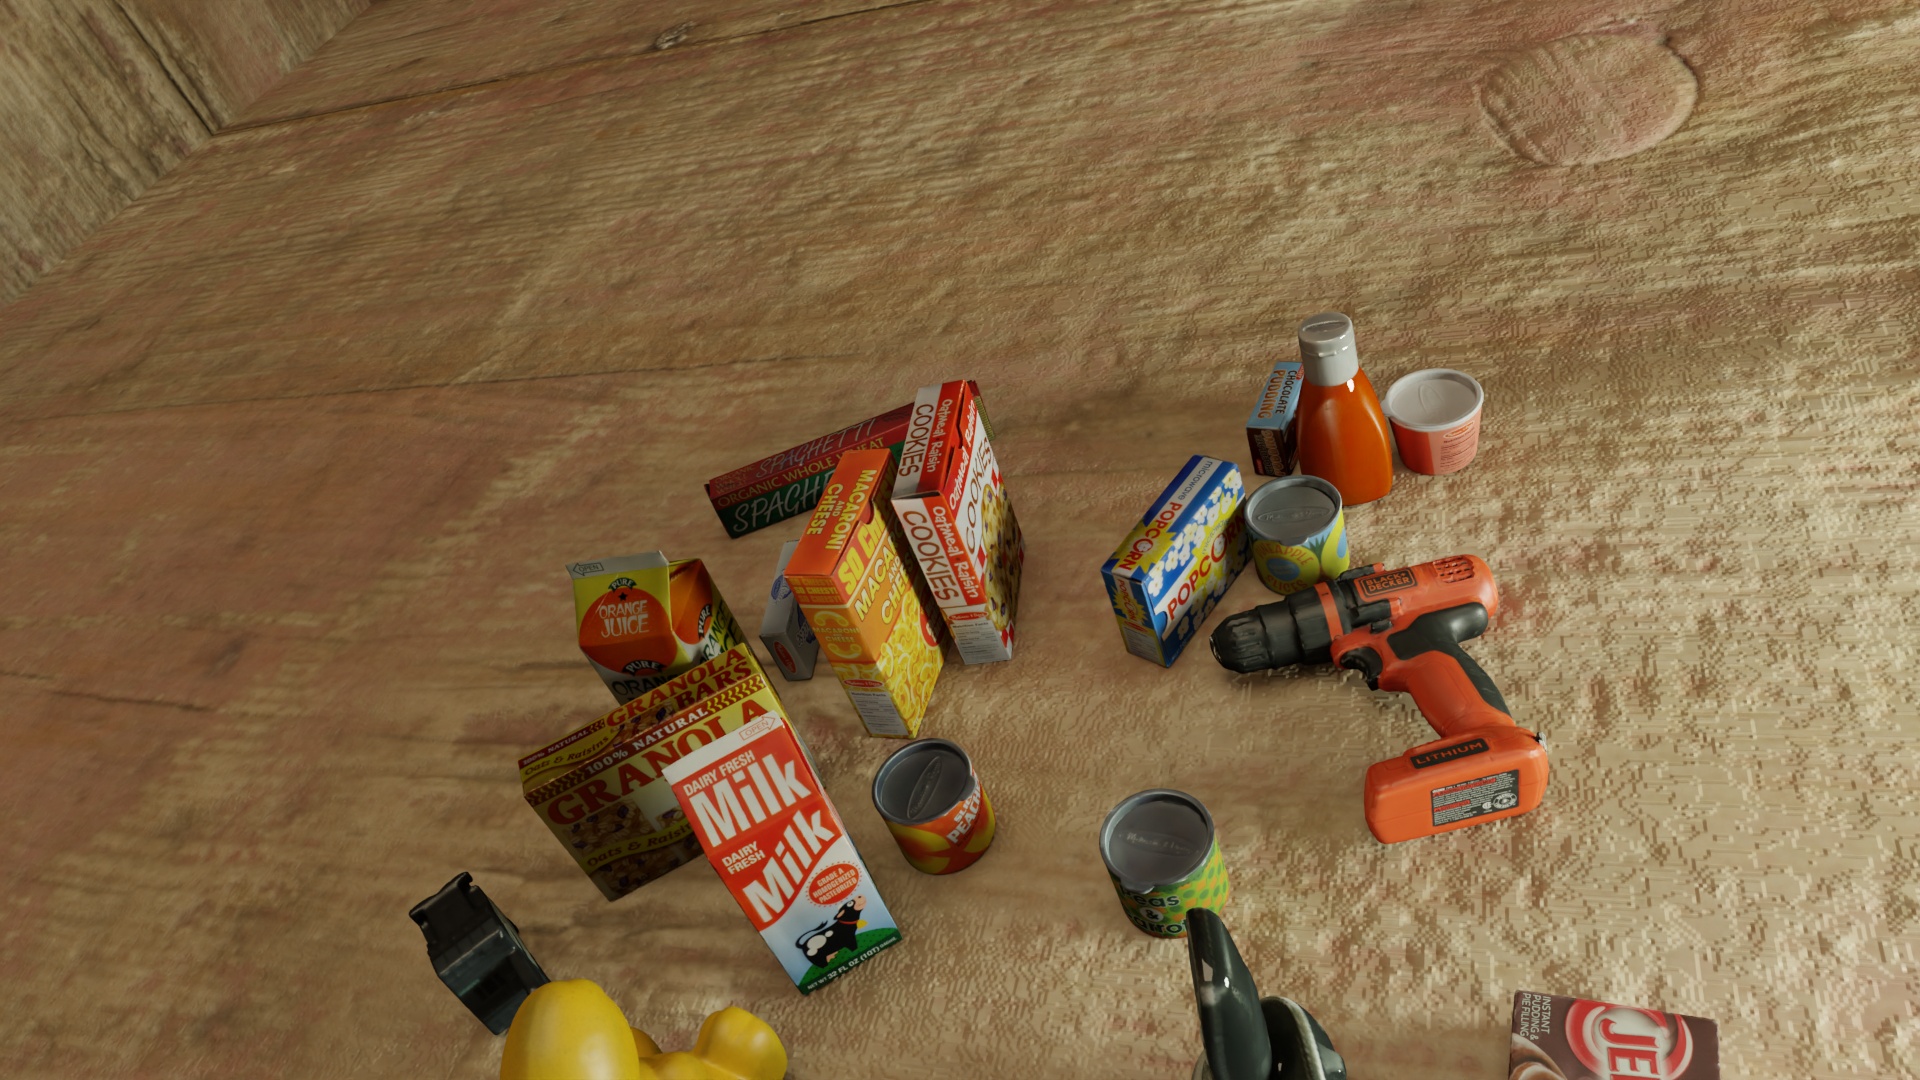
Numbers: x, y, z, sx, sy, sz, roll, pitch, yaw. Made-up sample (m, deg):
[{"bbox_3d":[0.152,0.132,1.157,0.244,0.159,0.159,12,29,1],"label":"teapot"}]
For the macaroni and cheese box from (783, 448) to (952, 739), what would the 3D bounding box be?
[{"bbox_3d":[-0.055,0.038,0.967,0.040,0.165,0.124,-1,44,23],"label":"macaroni and cheese box"}]

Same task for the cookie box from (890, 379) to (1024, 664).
[{"bbox_3d":[0.004,-0.012,0.996,0.040,0.166,0.123,-8,42,17],"label":"cookie box"}]

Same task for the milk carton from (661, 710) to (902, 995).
[{"bbox_3d":[-0.105,0.176,0.816,0.072,0.189,0.074,-29,40,-8],"label":"milk carton"}]

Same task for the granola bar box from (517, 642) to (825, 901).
[{"bbox_3d":[-0.190,0.155,0.928,0.166,0.123,0.039,-27,40,-7],"label":"granola bar box"}]

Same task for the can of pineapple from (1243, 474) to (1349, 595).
[{"bbox_3d":[0.234,-0.002,0.966,0.071,0.057,0.071,-13,41,11],"label":"can of pineapple"}]

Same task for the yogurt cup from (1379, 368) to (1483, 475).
[{"bbox_3d":[0.346,-0.084,1.012,0.072,0.053,0.073,-13,41,11],"label":"yogurt cup"}]

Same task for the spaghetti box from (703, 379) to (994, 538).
[{"bbox_3d":[-0.095,-0.069,1.195,0.250,0.050,0.029,-21,40,1],"label":"spaghetti box"}]

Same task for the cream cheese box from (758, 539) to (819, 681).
[{"bbox_3d":[-0.126,0.053,1.070,0.024,0.053,0.104,-9,41,15],"label":"cream cheese box"}]

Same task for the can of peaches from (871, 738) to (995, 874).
[{"bbox_3d":[-0.014,0.170,0.885,0.071,0.057,0.071,-13,41,11],"label":"can of peaches"}]

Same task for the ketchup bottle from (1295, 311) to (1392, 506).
[{"bbox_3d":[0.266,-0.091,0.981,0.064,0.148,0.044,-6,42,18],"label":"ketchup bottle"}]

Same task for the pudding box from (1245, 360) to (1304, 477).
[{"bbox_3d":[0.249,-0.095,1.070,0.030,0.049,0.084,7,47,30],"label":"pudding box"}]

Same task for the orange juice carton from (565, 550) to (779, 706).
[{"bbox_3d":[-0.199,0.079,0.965,0.072,0.191,0.073,-8,42,16],"label":"orange juice carton"}]

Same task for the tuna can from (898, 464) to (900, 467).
[{"bbox_3d":[-0.030,-0.036,1.142,0.071,0.032,0.071,-13,41,11],"label":"tuna can"}]

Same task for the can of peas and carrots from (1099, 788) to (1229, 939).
[{"bbox_3d":[0.118,0.189,0.804,0.071,0.058,0.071,-13,41,11],"label":"can of peas and carrots"}]

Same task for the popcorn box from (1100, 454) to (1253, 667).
[{"bbox_3d":[0.154,0.013,0.965,0.038,0.085,0.127,18,54,38],"label":"popcorn box"}]
